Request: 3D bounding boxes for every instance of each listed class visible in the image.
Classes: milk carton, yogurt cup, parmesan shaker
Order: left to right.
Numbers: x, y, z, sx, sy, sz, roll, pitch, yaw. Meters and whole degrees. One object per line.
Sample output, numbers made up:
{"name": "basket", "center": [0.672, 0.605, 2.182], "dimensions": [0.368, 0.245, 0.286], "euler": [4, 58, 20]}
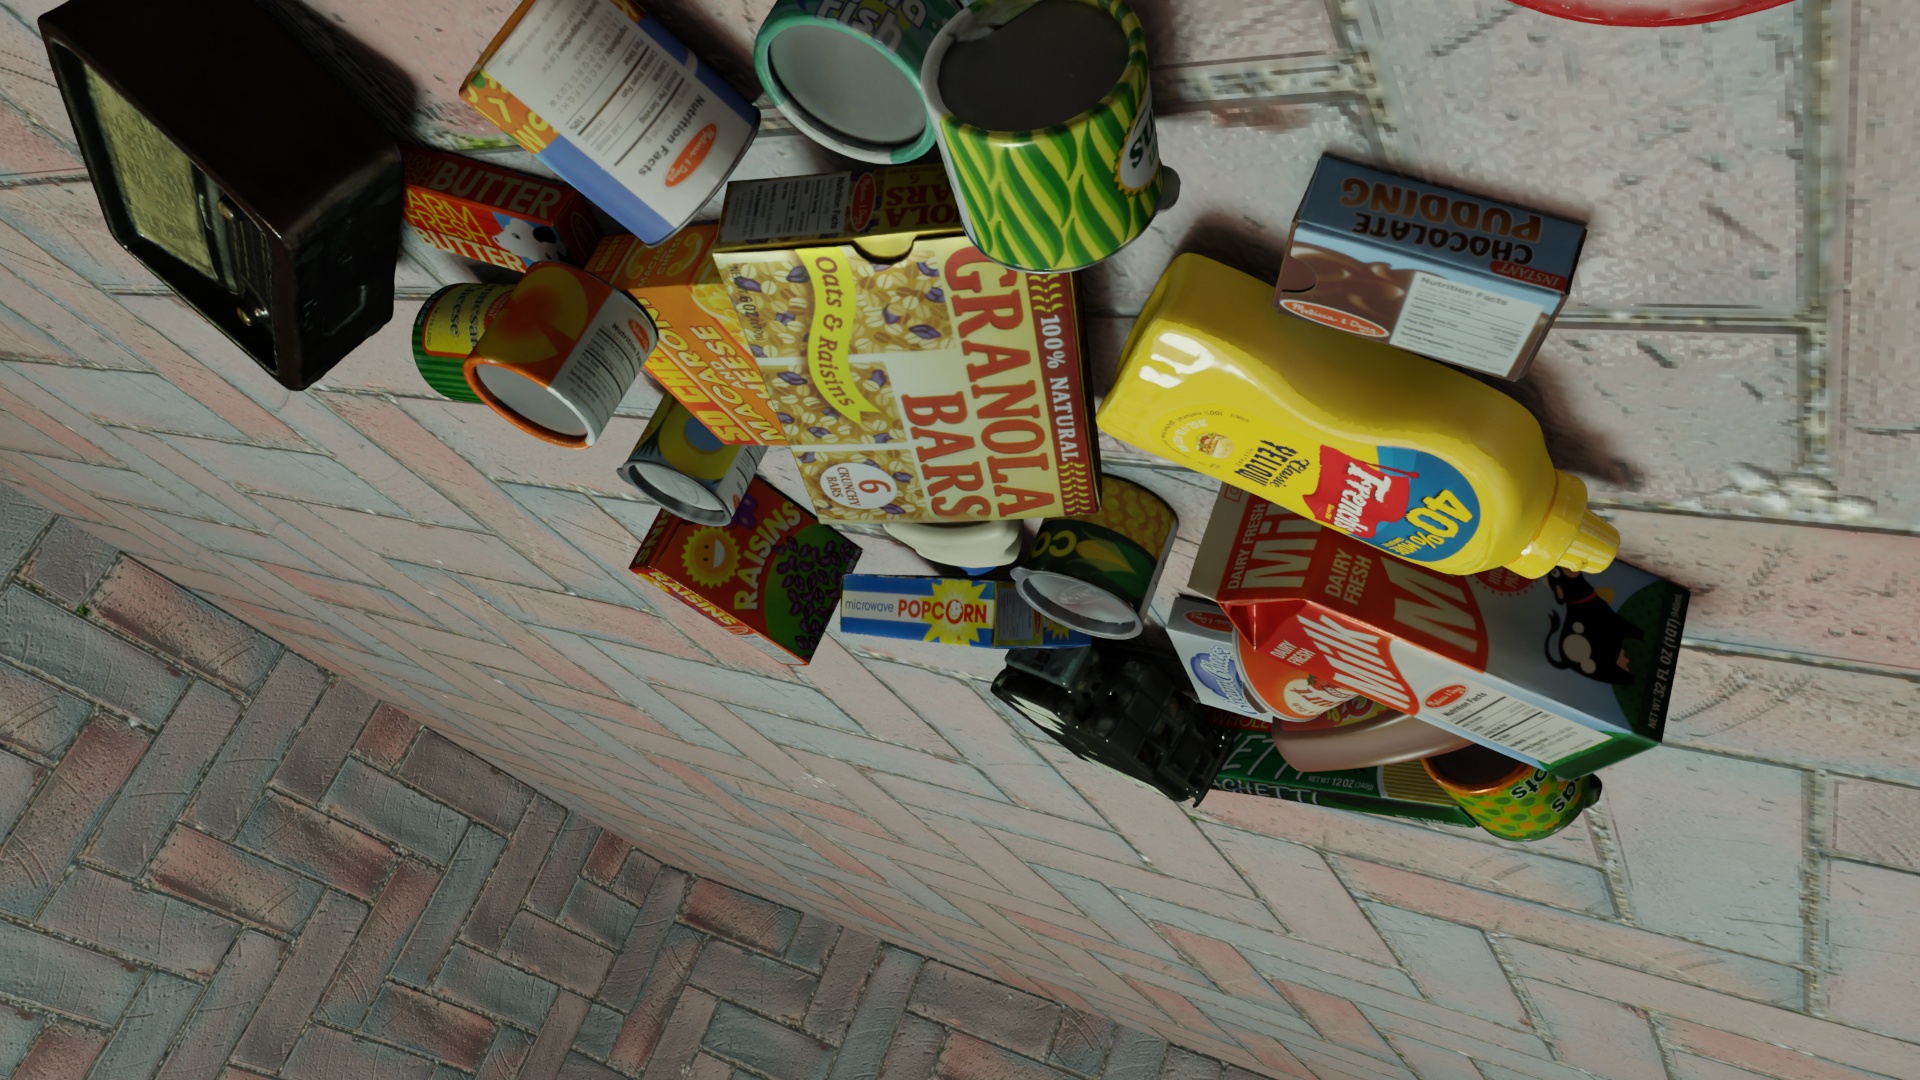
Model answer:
{"name": "parmesan shaker", "center": [-0.232, -0.100, 0.729], "dimensions": [0.103, 0.071, 0.071], "euler": [8, 153, 34]}
{"name": "yogurt cup", "center": [0.174, 0.050, 0.673], "dimensions": [0.072, 0.073, 0.053], "euler": [32, 149, -18]}
{"name": "milk carton", "center": [0.194, 0.027, 0.587], "dimensions": [0.191, 0.072, 0.073], "euler": [22, 158, 2]}

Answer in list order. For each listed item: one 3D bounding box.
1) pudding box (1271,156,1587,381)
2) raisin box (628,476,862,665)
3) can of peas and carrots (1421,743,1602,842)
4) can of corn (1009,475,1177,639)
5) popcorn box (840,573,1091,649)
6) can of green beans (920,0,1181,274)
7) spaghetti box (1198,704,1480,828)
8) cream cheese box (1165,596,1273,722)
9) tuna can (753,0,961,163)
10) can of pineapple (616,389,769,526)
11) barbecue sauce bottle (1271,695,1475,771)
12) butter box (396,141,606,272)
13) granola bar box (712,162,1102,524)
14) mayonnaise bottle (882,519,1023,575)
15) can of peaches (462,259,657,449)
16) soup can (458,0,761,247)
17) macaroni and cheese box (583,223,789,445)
{"name": "pudding box", "center": [0.145, -0.085, 0.437], "dimensions": [0.084, 0.030, 0.049], "euler": [19, 159, 13]}
{"name": "raisin box", "center": [-0.132, 0.013, 0.867], "dimensions": [0.123, 0.086, 0.040], "euler": [36, 156, -28]}
{"name": "can of peas and carrots", "center": [0.277, 0.111, 0.702], "dimensions": [0.071, 0.071, 0.058], "euler": [-4, 145, 49]}
{"name": "can of corn", "center": [0.066, 0.007, 0.689], "dimensions": [0.071, 0.058, 0.071], "euler": [20, 158, 9]}
{"name": "popcorn box", "center": [0.002, 0.040, 0.812], "dimensions": [0.126, 0.038, 0.085], "euler": [2, 178, 43]}
{"name": "can of green beans", "center": [0.026, -0.124, 0.419], "dimensions": [0.071, 0.071, 0.057], "euler": [15, 156, 21]}
{"name": "spaghetti box", "center": [0.202, 0.133, 0.853], "dimensions": [0.250, 0.050, 0.028], "euler": [-1, 145, 47]}
{"name": "cream cheese box", "center": [0.154, 0.069, 0.788], "dimensions": [0.053, 0.024, 0.103], "euler": [13, 156, 29]}
{"name": "tuna can", "center": [-0.031, -0.156, 0.447], "dimensions": [0.071, 0.033, 0.070], "euler": [20, 158, 9]}
{"name": "can of pineapple", "center": [-0.148, -0.050, 0.777], "dimensions": [0.071, 0.058, 0.070], "euler": [20, 157, 9]}
{"name": "barbecue sauce bottle", "center": [0.230, 0.080, 0.691], "dimensions": [0.148, 0.065, 0.043], "euler": [-15, 124, 45]}
{"name": "butter box", "center": [-0.220, -0.153, 0.659], "dimensions": [0.103, 0.024, 0.053], "euler": [18, 157, 15]}
{"name": "granola bar box", "center": [-0.012, -0.069, 0.542], "dimensions": [0.124, 0.039, 0.164], "euler": [-3, 145, 9]}
{"name": "mayonnaise bottle", "center": [0.002, -0.009, 0.692], "dimensions": [0.065, 0.041, 0.148], "euler": [3, 173, 7]}
{"name": "can of peaches", "center": [-0.182, -0.083, 0.625], "dimensions": [0.071, 0.058, 0.071], "euler": [20, 156, 10]}
{"name": "soup can", "center": [-0.126, -0.158, 0.500], "dimensions": [0.083, 0.071, 0.071], "euler": [38, 154, -29]}
{"name": "macaroni and cheese box", "center": [-0.079, -0.091, 0.637], "dimensions": [0.166, 0.040, 0.123], "euler": [5, 151, 38]}
